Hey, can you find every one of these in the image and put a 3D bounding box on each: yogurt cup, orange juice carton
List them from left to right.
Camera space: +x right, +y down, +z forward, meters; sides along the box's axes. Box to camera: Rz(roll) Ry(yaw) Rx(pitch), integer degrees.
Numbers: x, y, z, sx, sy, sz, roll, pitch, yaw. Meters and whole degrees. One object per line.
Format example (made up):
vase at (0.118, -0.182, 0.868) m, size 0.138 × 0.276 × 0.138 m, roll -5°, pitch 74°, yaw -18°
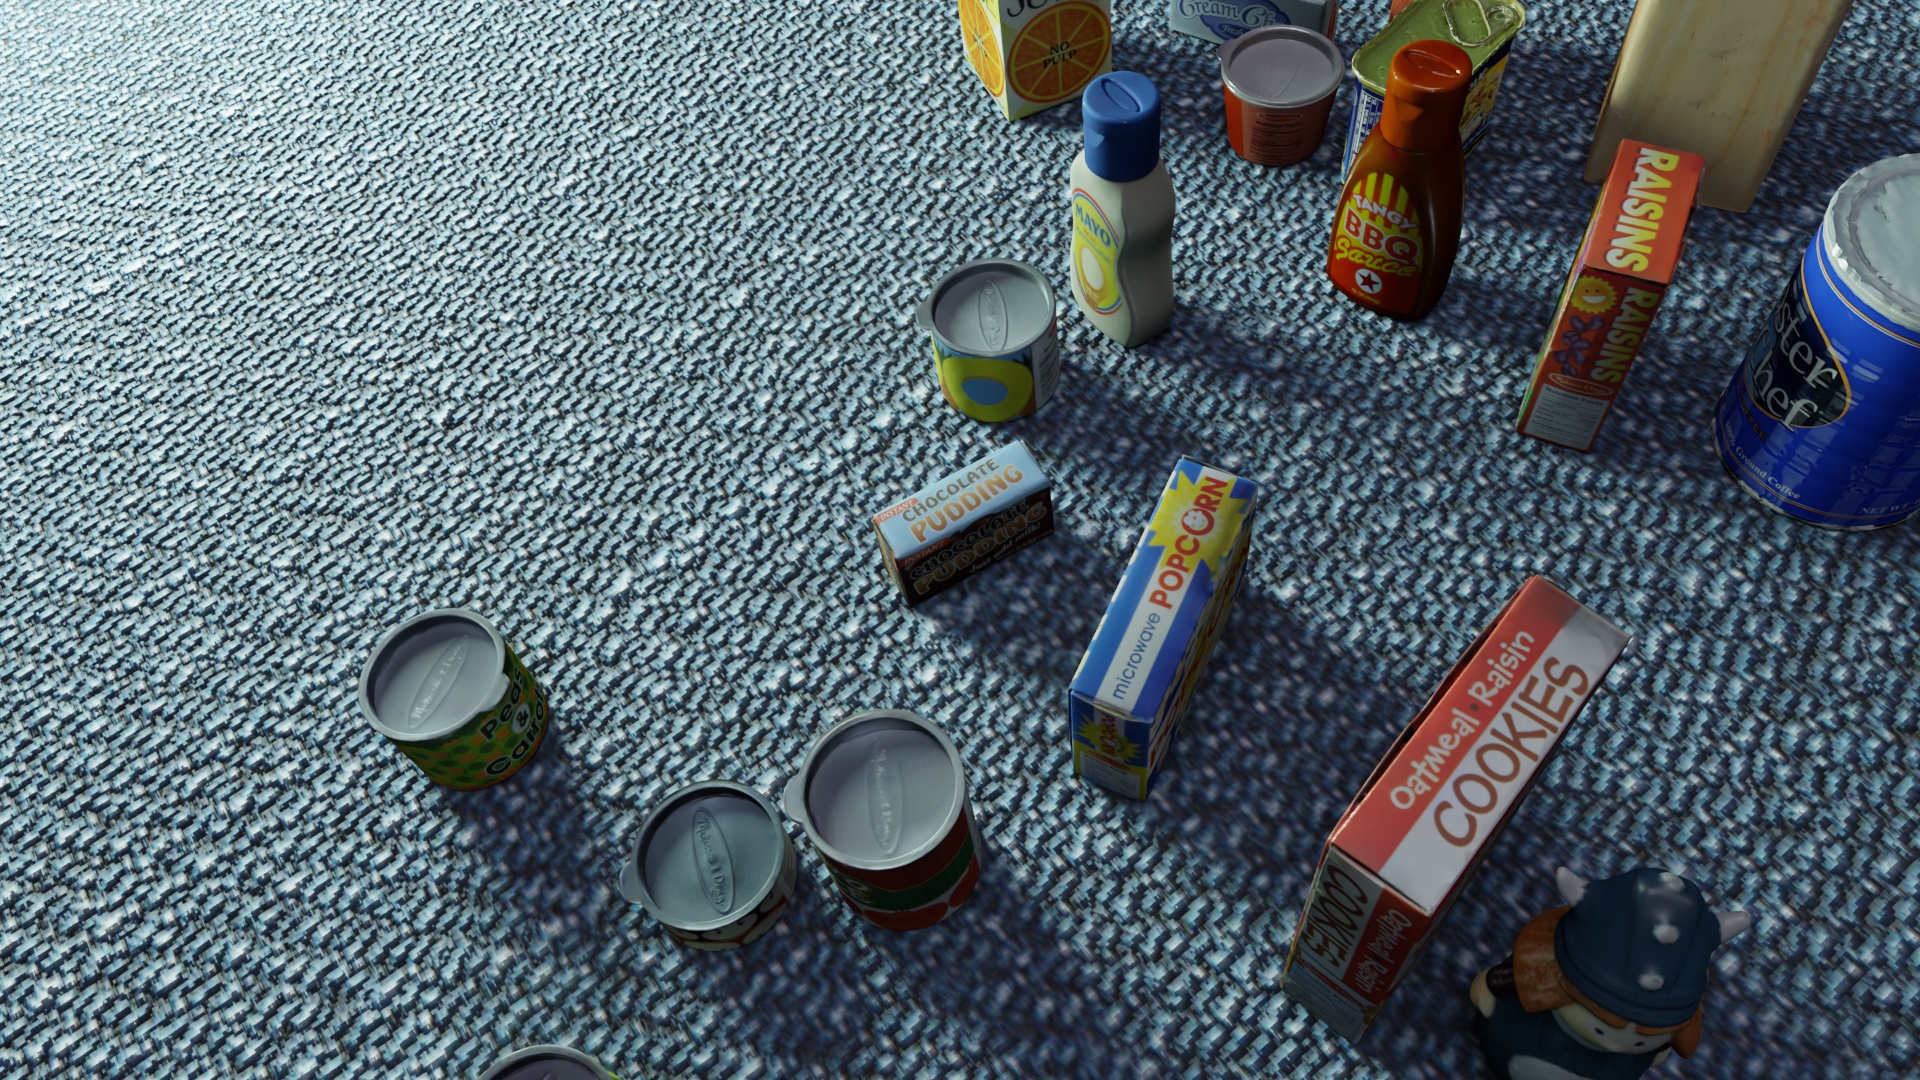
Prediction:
orange juice carton at (0.039, -0.345, 0.794) m, size 0.073 × 0.191 × 0.072 m, roll -23°, pitch 58°, yaw -8°
yogurt cup at (0.184, -0.254, 0.801) m, size 0.072 × 0.053 × 0.073 m, roll -3°, pitch 57°, yaw 5°

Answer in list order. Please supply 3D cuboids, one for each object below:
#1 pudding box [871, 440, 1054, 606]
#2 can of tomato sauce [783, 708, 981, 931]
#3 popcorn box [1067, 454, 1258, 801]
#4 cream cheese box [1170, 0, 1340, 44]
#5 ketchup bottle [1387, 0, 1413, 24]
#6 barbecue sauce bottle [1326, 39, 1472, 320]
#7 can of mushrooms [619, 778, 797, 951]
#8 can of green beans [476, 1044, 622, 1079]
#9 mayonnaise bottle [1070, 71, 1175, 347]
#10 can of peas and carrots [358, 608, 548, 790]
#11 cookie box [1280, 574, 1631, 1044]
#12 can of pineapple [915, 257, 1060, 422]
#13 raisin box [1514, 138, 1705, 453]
pudding box at (0.002, -0.008, 0.667) m, size 0.084 × 0.049 × 0.030 m, roll -28°, pitch 59°, yaw -11°
can of tomato sauce at (-0.029, 0.117, 0.570) m, size 0.071 × 0.082 × 0.071 m, roll -3°, pitch 57°, yaw 5°
popcorn box at (0.088, 0.039, 0.605) m, size 0.038 × 0.084 × 0.127 m, roll 20°, pitch 62°, yaw 18°
cream cheese box at (0.178, -0.326, 0.848) m, size 0.104 × 0.053 × 0.024 m, roll 27°, pitch 64°, yaw 21°
ketchup bottle at (0.281, -0.332, 0.784) m, size 0.065 × 0.148 × 0.044 m, roll -19°, pitch 57°, yaw -5°
barbecue sauce bottle at (0.222, -0.177, 0.691) m, size 0.065 × 0.147 × 0.044 m, roll 35°, pitch 68°, yaw 25°
can of mushrooms at (-0.107, 0.140, 0.594) m, size 0.071 × 0.033 × 0.071 m, roll -3°, pitch 57°, yaw 5°
can of green beans at (-0.151, 0.232, 0.526) m, size 0.071 × 0.057 × 0.071 m, roll -3°, pitch 57°, yaw 5°
mayonnaise bottle at (0.081, -0.166, 0.701) m, size 0.041 × 0.147 × 0.065 m, roll -30°, pitch 59°, yaw -12°
can of peas and carrots at (-0.228, 0.074, 0.635) m, size 0.071 × 0.058 × 0.071 m, roll -3°, pitch 57°, yaw 5°
cookie box at (0.172, 0.104, 0.505) m, size 0.040 × 0.166 × 0.123 m, roll 34°, pitch 67°, yaw 25°
can of pineapple at (0.016, -0.104, 0.722) m, size 0.071 × 0.057 × 0.071 m, roll -3°, pitch 57°, yaw 5°
raisin box at (0.304, -0.112, 0.655) m, size 0.040 × 0.122 × 0.086 m, roll 20°, pitch 62°, yaw 18°
